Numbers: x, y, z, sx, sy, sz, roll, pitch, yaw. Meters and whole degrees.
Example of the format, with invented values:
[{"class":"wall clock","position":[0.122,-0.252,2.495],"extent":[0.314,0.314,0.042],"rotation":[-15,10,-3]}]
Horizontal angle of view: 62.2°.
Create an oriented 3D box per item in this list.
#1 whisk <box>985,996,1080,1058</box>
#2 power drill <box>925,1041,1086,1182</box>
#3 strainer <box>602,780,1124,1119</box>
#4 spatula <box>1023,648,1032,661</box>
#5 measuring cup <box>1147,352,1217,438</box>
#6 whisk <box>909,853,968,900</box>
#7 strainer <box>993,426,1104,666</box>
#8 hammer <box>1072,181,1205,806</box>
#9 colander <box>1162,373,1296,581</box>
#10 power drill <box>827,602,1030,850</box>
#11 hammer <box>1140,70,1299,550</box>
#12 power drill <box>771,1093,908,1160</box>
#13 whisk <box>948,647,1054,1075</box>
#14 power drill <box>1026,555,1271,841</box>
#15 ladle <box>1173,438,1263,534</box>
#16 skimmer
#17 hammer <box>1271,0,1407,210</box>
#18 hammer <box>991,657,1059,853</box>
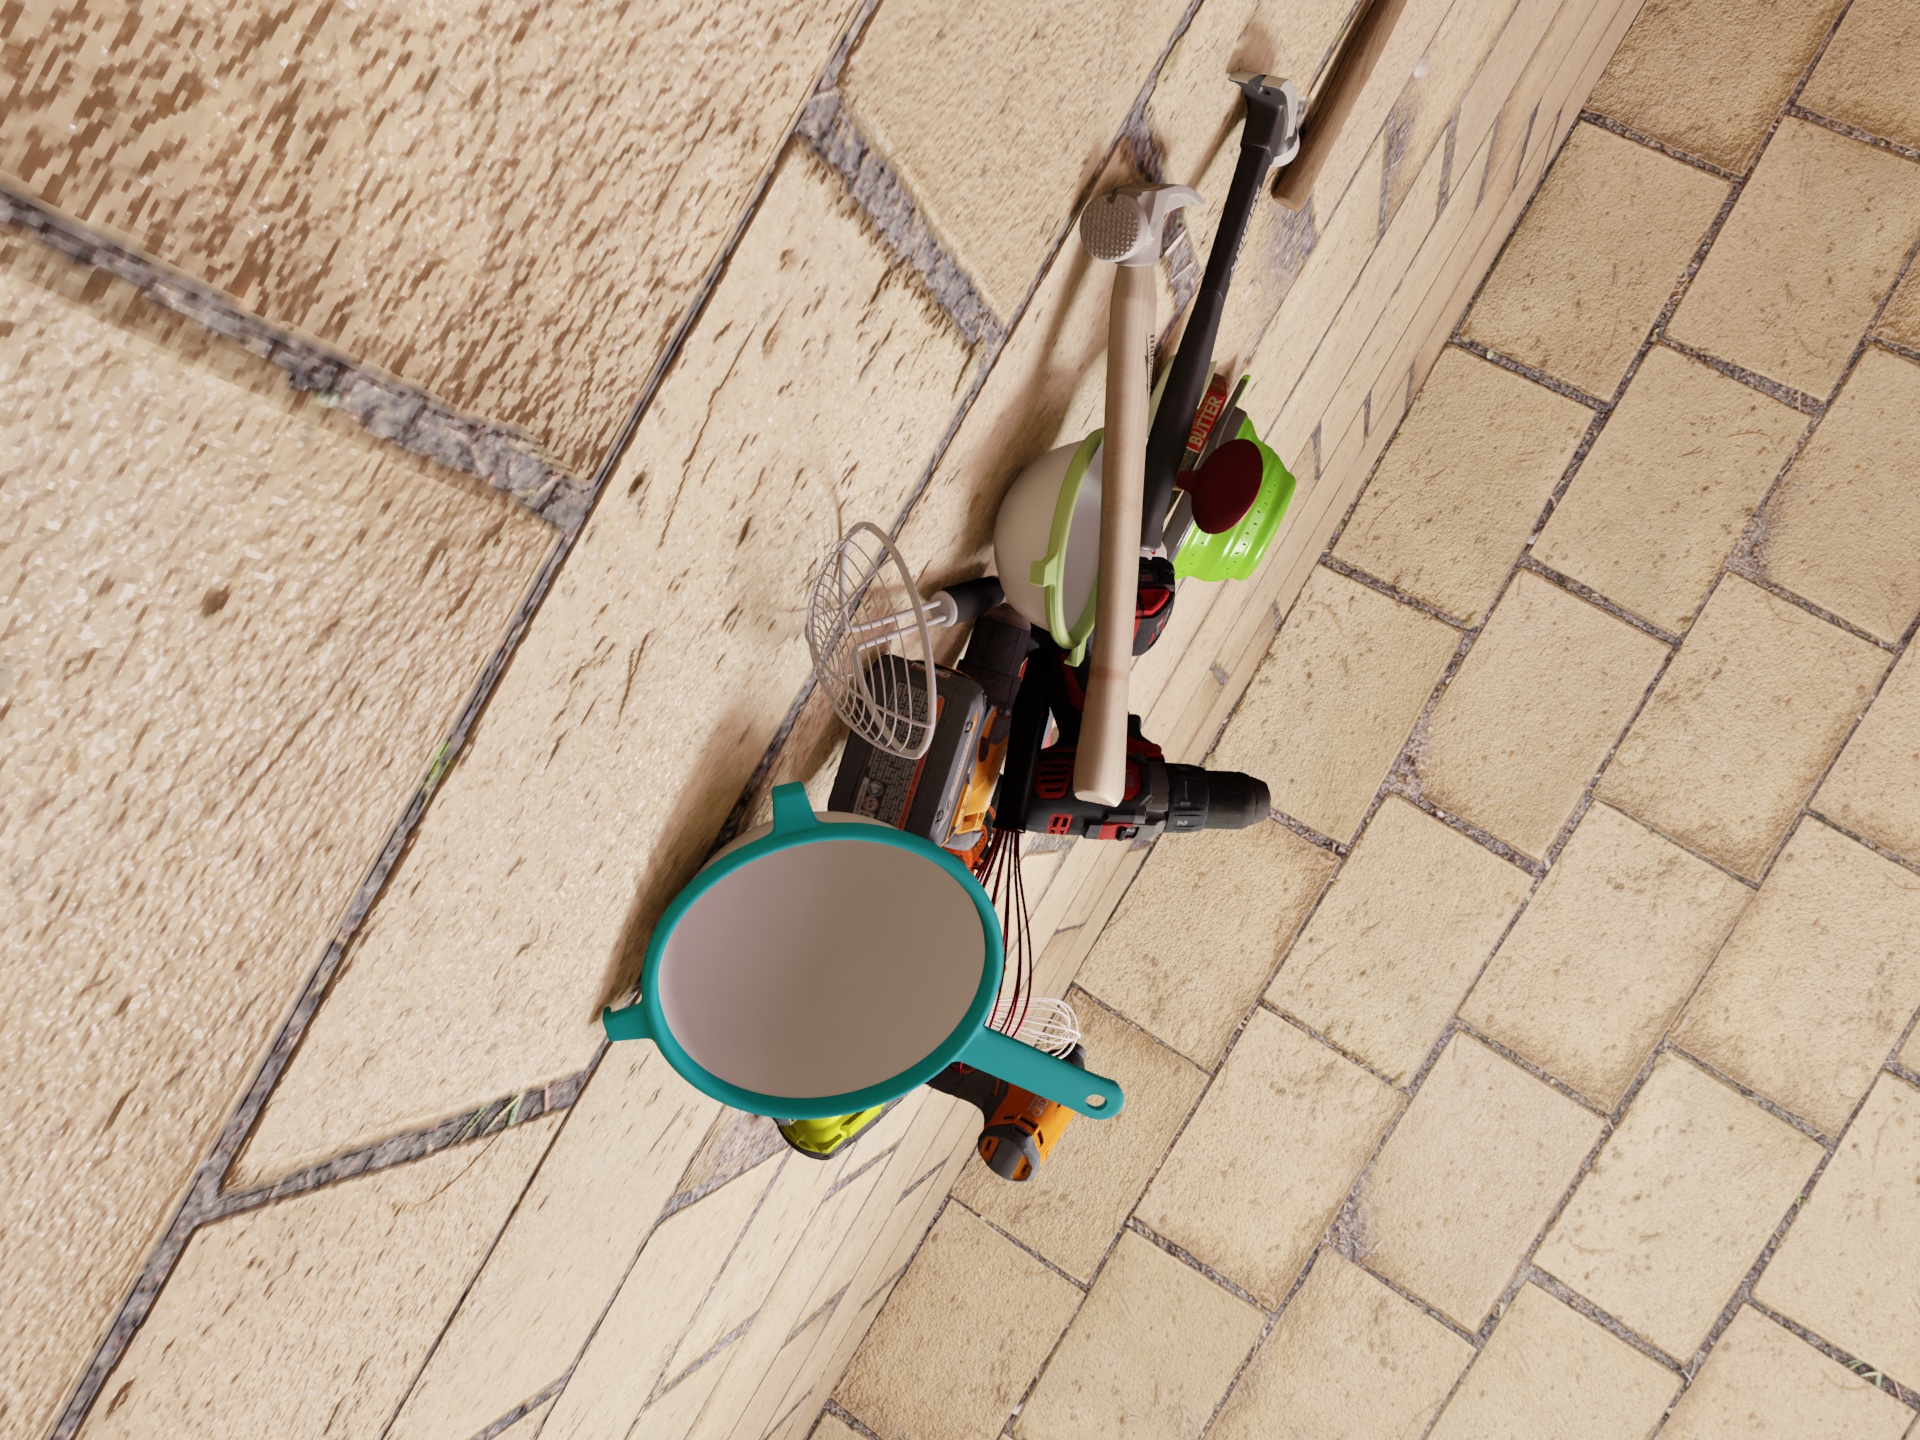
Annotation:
[{"class":"whisk","position":[0.006,0.266,1.464],"extent":[0.058,0.246,0.059],"rotation":[-10,-115,63]},{"class":"power drill","position":[0.010,0.322,1.527],"extent":[0.164,0.226,0.084],"rotation":[-44,159,-49]},{"class":"strainer","position":[-0.037,0.158,0.985],"extent":[0.211,0.340,0.095],"rotation":[-52,-151,16]},{"class":"spatula","position":[-0.002,-0.004,1.243],"extent":[0.316,0.018,0.059],"rotation":[-46,153,-42]},{"class":"measuring cup","position":[0.170,-0.260,1.305],"extent":[0.167,0.038,0.083],"rotation":[-88,-157,-83]},{"class":"whisk","position":[-0.054,0.119,1.078],"extent":[0.055,0.055,0.239],"rotation":[-52,-169,-29]},{"class":"strainer","position":[0.075,-0.176,1.095],"extent":[0.151,0.069,0.256],"rotation":[57,47,-66]},{"class":"hammer","position":[0.109,-0.137,1.042],"extent":[0.146,0.038,0.410],"rotation":[-42,139,-57]},{"class":"colander","position":[0.218,-0.131,1.481],"extent":[0.397,0.094,0.204],"rotation":[-62,176,-19]},{"class":"power drill","position":[-0.007,0.001,1.098],"extent":[0.226,0.084,0.185],"rotation":[5,104,-78]},{"class":"hammer","position":[0.168,-0.278,1.096],"extent":[0.146,0.035,0.335],"rotation":[10,98,-75]},{"class":"power drill","position":[-0.087,0.276,1.333],"extent":[0.190,0.080,0.228],"rotation":[-37,160,-19]},{"class":"whisk","position":[0.030,0.093,1.081],"extent":[0.073,0.073,0.296],"rotation":[52,48,-75]},{"class":"power drill","position":[0.133,-0.013,1.207],"extent":[0.080,0.188,0.227],"rotation":[101,-10,-59]},{"class":"ladle","position":[0.165,-0.184,1.203],"extent":[0.315,0.031,0.069],"rotation":[-120,-128,-78]},{"class":"skimmer","position":[-0.003,-0.065,0.960],"extent":[0.363,0.090,0.127],"rotation":[-30,109,-69]},{"class":"hammer","position":[0.335,-0.560,1.245],"extent":[0.331,0.031,0.130],"rotation":[-63,166,16]},{"class":"hammer","position":[0.077,0.011,1.472],"extent":[0.143,0.038,0.386],"rotation":[-58,170,-17]}]
